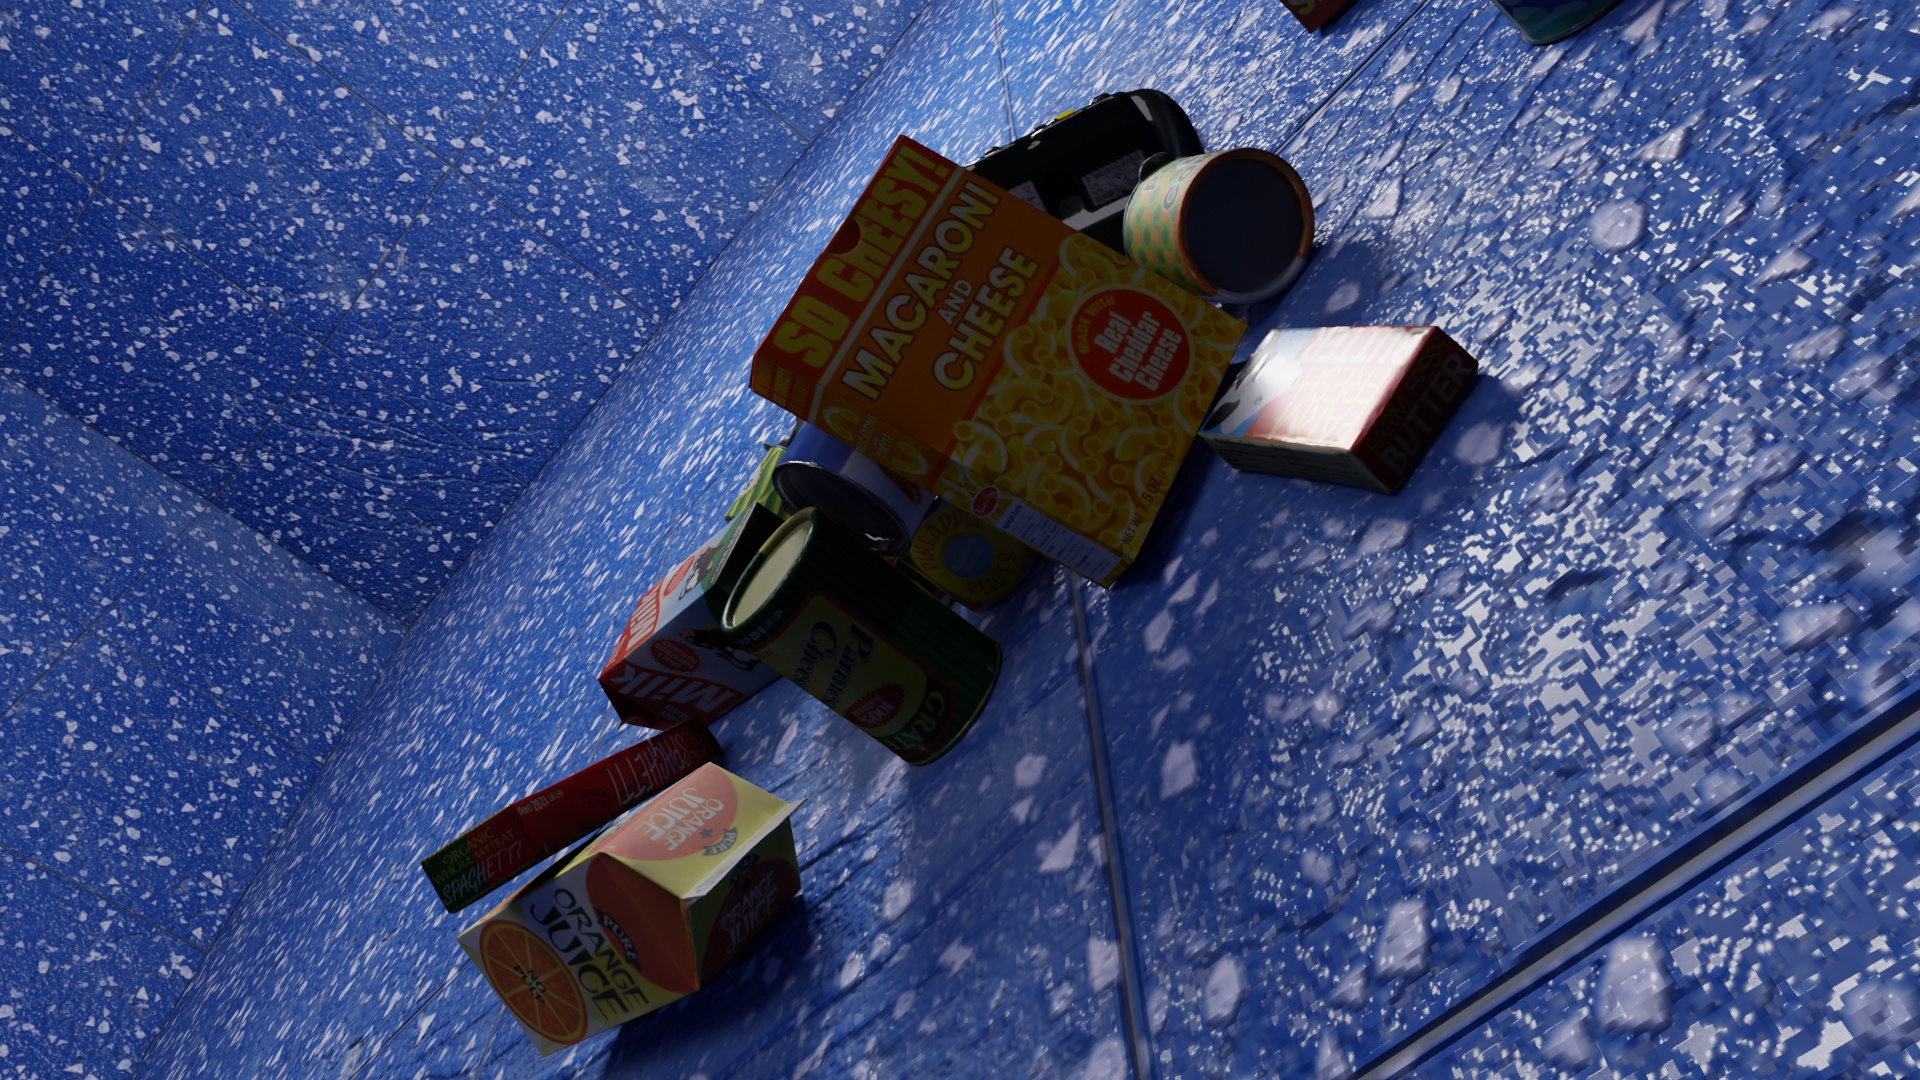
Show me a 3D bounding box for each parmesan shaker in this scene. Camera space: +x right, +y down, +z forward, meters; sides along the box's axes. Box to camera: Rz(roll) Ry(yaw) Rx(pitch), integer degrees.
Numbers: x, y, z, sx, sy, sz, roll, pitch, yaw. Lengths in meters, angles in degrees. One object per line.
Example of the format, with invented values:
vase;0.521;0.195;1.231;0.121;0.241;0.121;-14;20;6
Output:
parmesan shaker;-0.045;0.043;0.597;0.071;0.103;0.071;-44;21;22

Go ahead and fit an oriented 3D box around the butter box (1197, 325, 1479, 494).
butter box;0.129;-0.048;0.486;0.053;0.024;0.103;-55;19;-5

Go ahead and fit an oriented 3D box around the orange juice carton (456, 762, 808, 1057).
orange juice carton;-0.141;0.163;0.623;0.192;0.073;0.072;-34;2;40

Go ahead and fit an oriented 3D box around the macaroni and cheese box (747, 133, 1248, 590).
macaroni and cheese box;0.017;-0.075;0.565;0.124;0.166;0.040;-61;1;-24

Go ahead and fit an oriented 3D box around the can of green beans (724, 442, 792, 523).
can of green beans;-0.113;-0.021;0.915;0.058;0.071;0.071;-58;20;-13

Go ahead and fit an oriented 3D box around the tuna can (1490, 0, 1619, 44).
tuna can;0.240;-0.232;0.541;0.071;0.033;0.071;-45;21;22

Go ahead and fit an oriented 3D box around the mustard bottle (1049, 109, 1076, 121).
mustard bottle;0.065;-0.224;0.896;0.065;0.049;0.161;-41;23;30

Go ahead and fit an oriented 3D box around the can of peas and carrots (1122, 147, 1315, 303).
can of peas and carrots;0.112;-0.140;0.612;0.071;0.071;0.059;-53;20;-2

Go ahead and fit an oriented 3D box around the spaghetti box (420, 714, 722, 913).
spaghetti box;-0.185;0.131;0.706;0.050;0.028;0.250;-32;-3;8

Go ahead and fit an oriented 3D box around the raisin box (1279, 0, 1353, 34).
raisin box;0.217;-0.348;0.784;0.085;0.040;0.124;-38;23;33

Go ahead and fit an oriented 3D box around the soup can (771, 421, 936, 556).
soup can;-0.035;-0.045;0.604;0.071;0.071;0.084;-17;40;58

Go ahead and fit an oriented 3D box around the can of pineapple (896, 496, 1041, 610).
can of pineapple;0.002;-0.008;0.648;0.070;0.058;0.071;-44;21;22

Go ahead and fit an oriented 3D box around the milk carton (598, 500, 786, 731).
milk carton;-0.160;0.060;0.871;0.189;0.073;0.073;-34;27;42

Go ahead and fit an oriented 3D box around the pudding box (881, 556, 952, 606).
pudding box;-0.045;0.040;0.681;0.084;0.049;0.030;-55;21;-5
